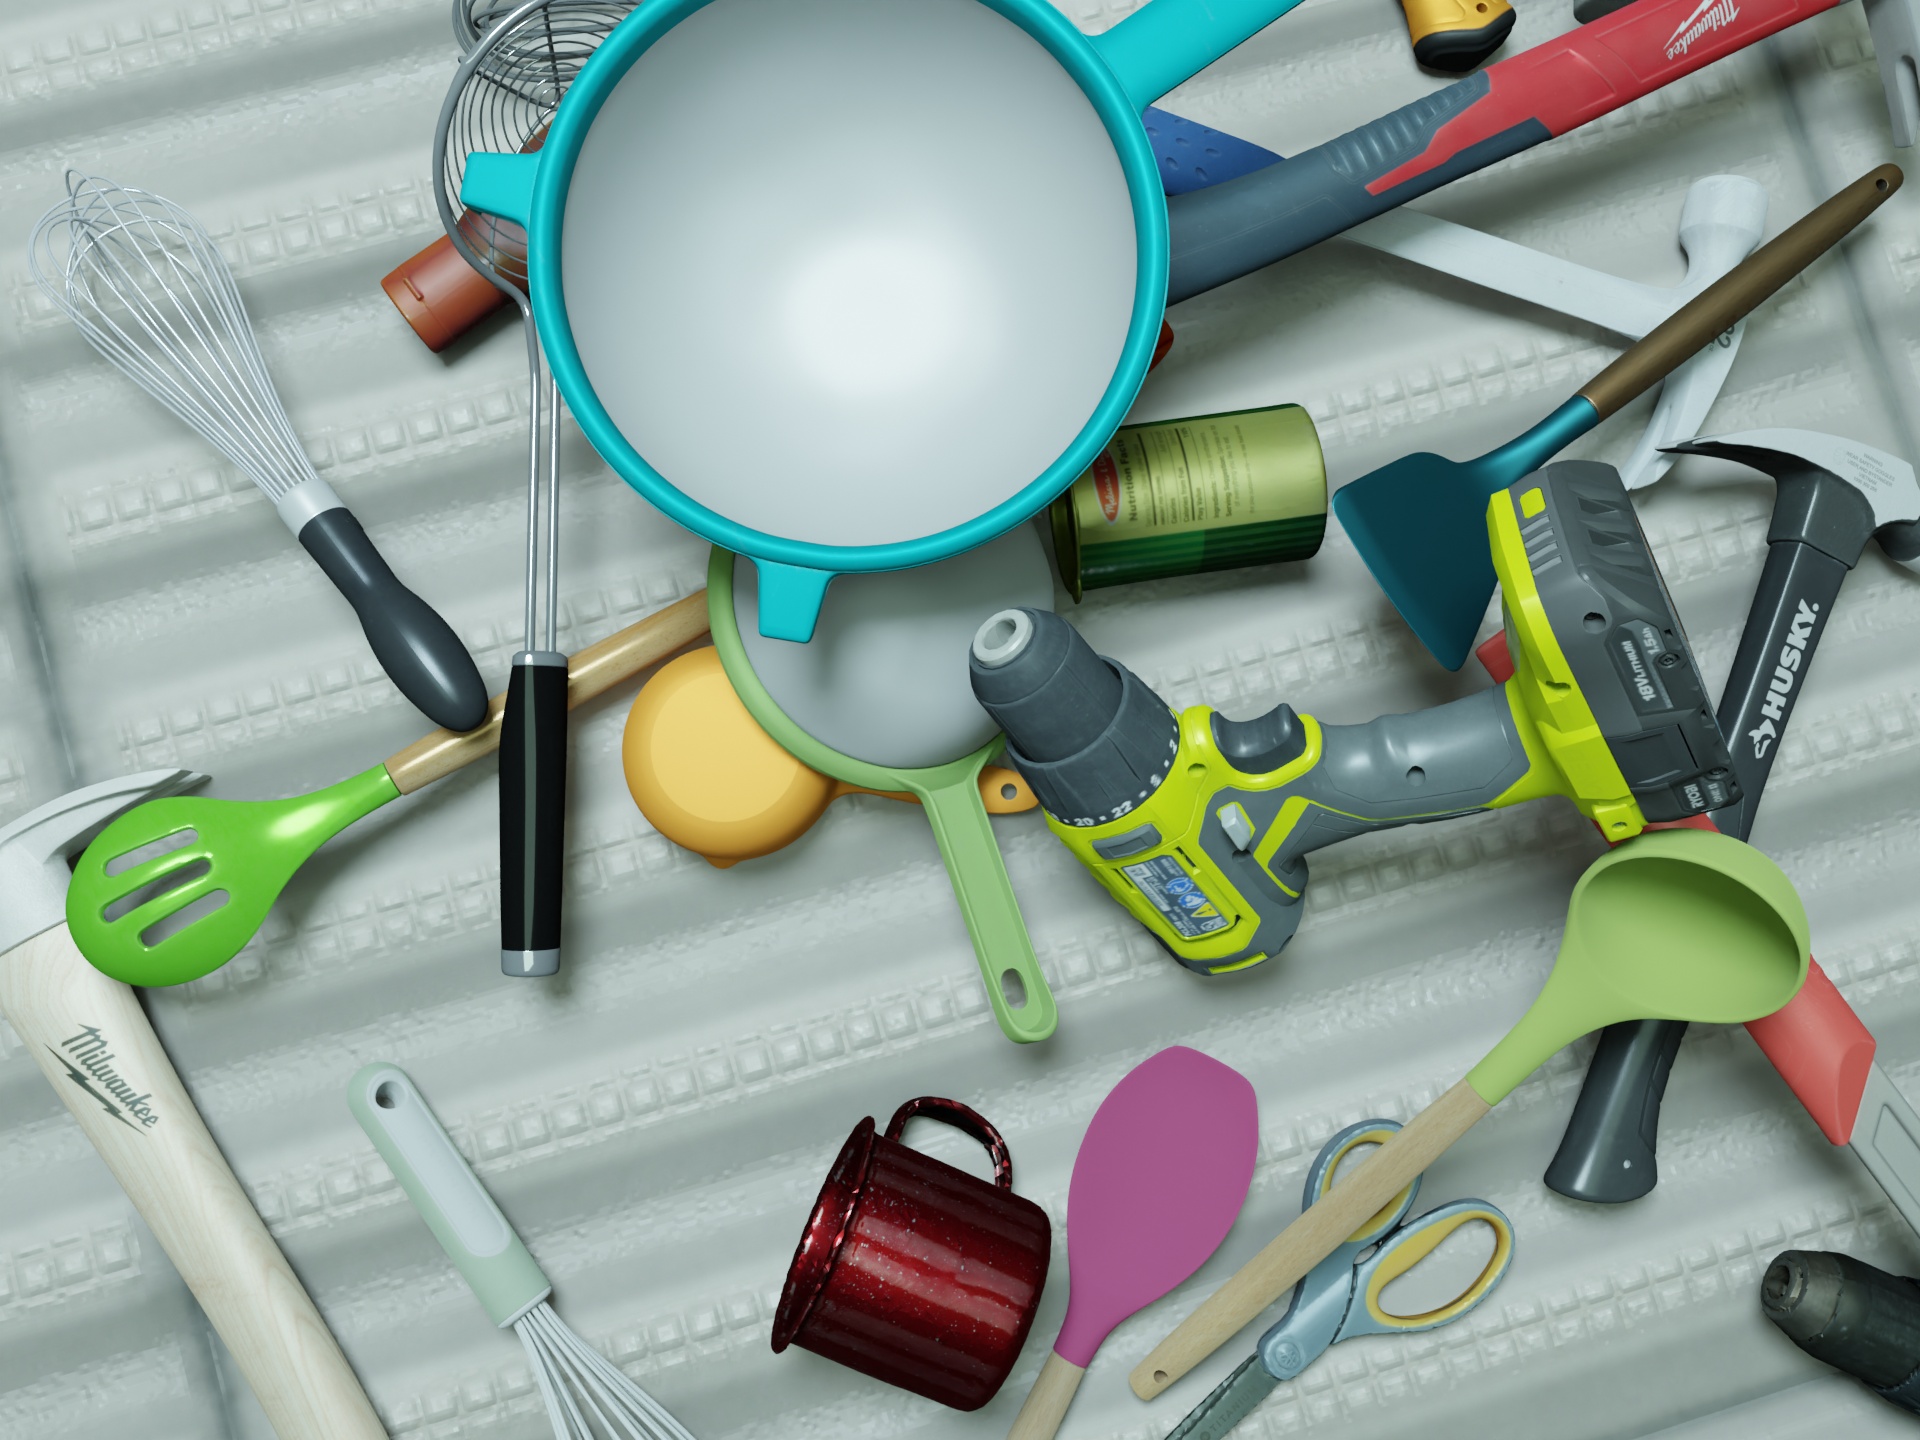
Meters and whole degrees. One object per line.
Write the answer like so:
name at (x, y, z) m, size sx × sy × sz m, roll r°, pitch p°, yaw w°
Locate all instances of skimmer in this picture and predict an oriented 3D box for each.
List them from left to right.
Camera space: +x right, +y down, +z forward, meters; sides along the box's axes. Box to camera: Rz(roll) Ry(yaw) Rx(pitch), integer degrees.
skimmer at (-0.141, -0.084, 0.597) m, size 0.127 × 0.090 × 0.363 m, roll 3°, pitch 87°, yaw -48°

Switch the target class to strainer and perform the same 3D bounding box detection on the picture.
strainer at (-0.001, -0.002, 0.612) m, size 0.151 × 0.069 × 0.256 m, roll -15°, pitch 82°, yaw -29°
strainer at (0.015, -0.190, 0.565) m, size 0.340 × 0.095 × 0.211 m, roll -35°, pitch 91°, yaw -2°

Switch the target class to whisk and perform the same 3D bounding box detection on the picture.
whisk at (-0.274, -0.107, 0.628) m, size 0.070 × 0.070 × 0.285 m, roll -39°, pitch 82°, yaw -6°
whisk at (-0.166, 0.236, 0.623) m, size 0.058 × 0.059 × 0.246 m, roll -31°, pitch 81°, yaw -44°
whisk at (-0.096, -0.308, 0.681) m, size 0.239 × 0.055 × 0.055 m, roll -6°, pitch 85°, yaw -8°

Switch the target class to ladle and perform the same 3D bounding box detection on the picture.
ladle at (0.176, 0.160, 0.595) m, size 0.078 × 0.062 × 0.320 m, roll 44°, pitch 105°, yaw 3°

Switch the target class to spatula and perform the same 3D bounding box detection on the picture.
spatula at (0.278, -0.140, 0.641) m, size 0.317 × 0.044 × 0.082 m, roll -37°, pitch 94°, yaw -11°

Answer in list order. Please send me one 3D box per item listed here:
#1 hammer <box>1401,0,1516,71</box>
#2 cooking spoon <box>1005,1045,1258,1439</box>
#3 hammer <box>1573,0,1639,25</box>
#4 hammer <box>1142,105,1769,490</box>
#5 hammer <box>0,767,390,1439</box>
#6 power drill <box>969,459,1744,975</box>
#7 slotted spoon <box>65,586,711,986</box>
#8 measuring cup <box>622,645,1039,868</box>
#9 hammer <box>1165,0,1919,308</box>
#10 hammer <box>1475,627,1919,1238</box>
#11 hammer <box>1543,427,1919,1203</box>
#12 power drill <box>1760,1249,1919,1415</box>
hammer at (0.138, -0.433, 0.708) m, size 0.127 × 0.034 × 0.337 m, roll -37°, pitch 87°, yaw -4°
cooking spoon at (0.032, 0.280, 0.641) m, size 0.069 × 0.017 × 0.319 m, roll 27°, pitch 84°, yaw 12°
hammer at (0.130, -0.373, 0.670) m, size 0.331 × 0.031 × 0.130 m, roll 4°, pitch 86°, yaw -1°
hammer at (0.142, -0.212, 0.663) m, size 0.405 × 0.035 × 0.144 m, roll 15°, pitch 84°, yaw -9°
hammer at (-0.272, 0.218, 0.624) m, size 0.146 × 0.038 × 0.410 m, roll -31°, pitch 87°, yaw -7°
power drill at (0.132, 0.000, 0.561) m, size 0.228 × 0.190 × 0.080 m, roll -21°, pitch 42°, yaw 25°
slotted spoon at (-0.203, 0.008, 0.633) m, size 0.314 × 0.031 × 0.070 m, roll -30°, pitch 86°, yaw -14°
measuring cup at (-0.051, 0.018, 0.644) m, size 0.173 × 0.052 × 0.095 m, roll 8°, pitch 84°, yaw 0°
hammer at (0.225, -0.230, 0.635) m, size 0.386 × 0.038 × 0.143 m, roll -26°, pitch 107°, yaw -7°
hammer at (0.309, 0.116, 0.606) m, size 0.149 × 0.036 × 0.359 m, roll -36°, pitch 84°, yaw 9°
hammer at (0.310, 0.039, 0.659) m, size 0.146 × 0.035 × 0.335 m, roll 22°, pitch 87°, yaw -18°
power drill at (0.446, 0.191, 0.644) m, size 0.188 × 0.080 × 0.227 m, roll 24°, pitch 87°, yaw 0°
